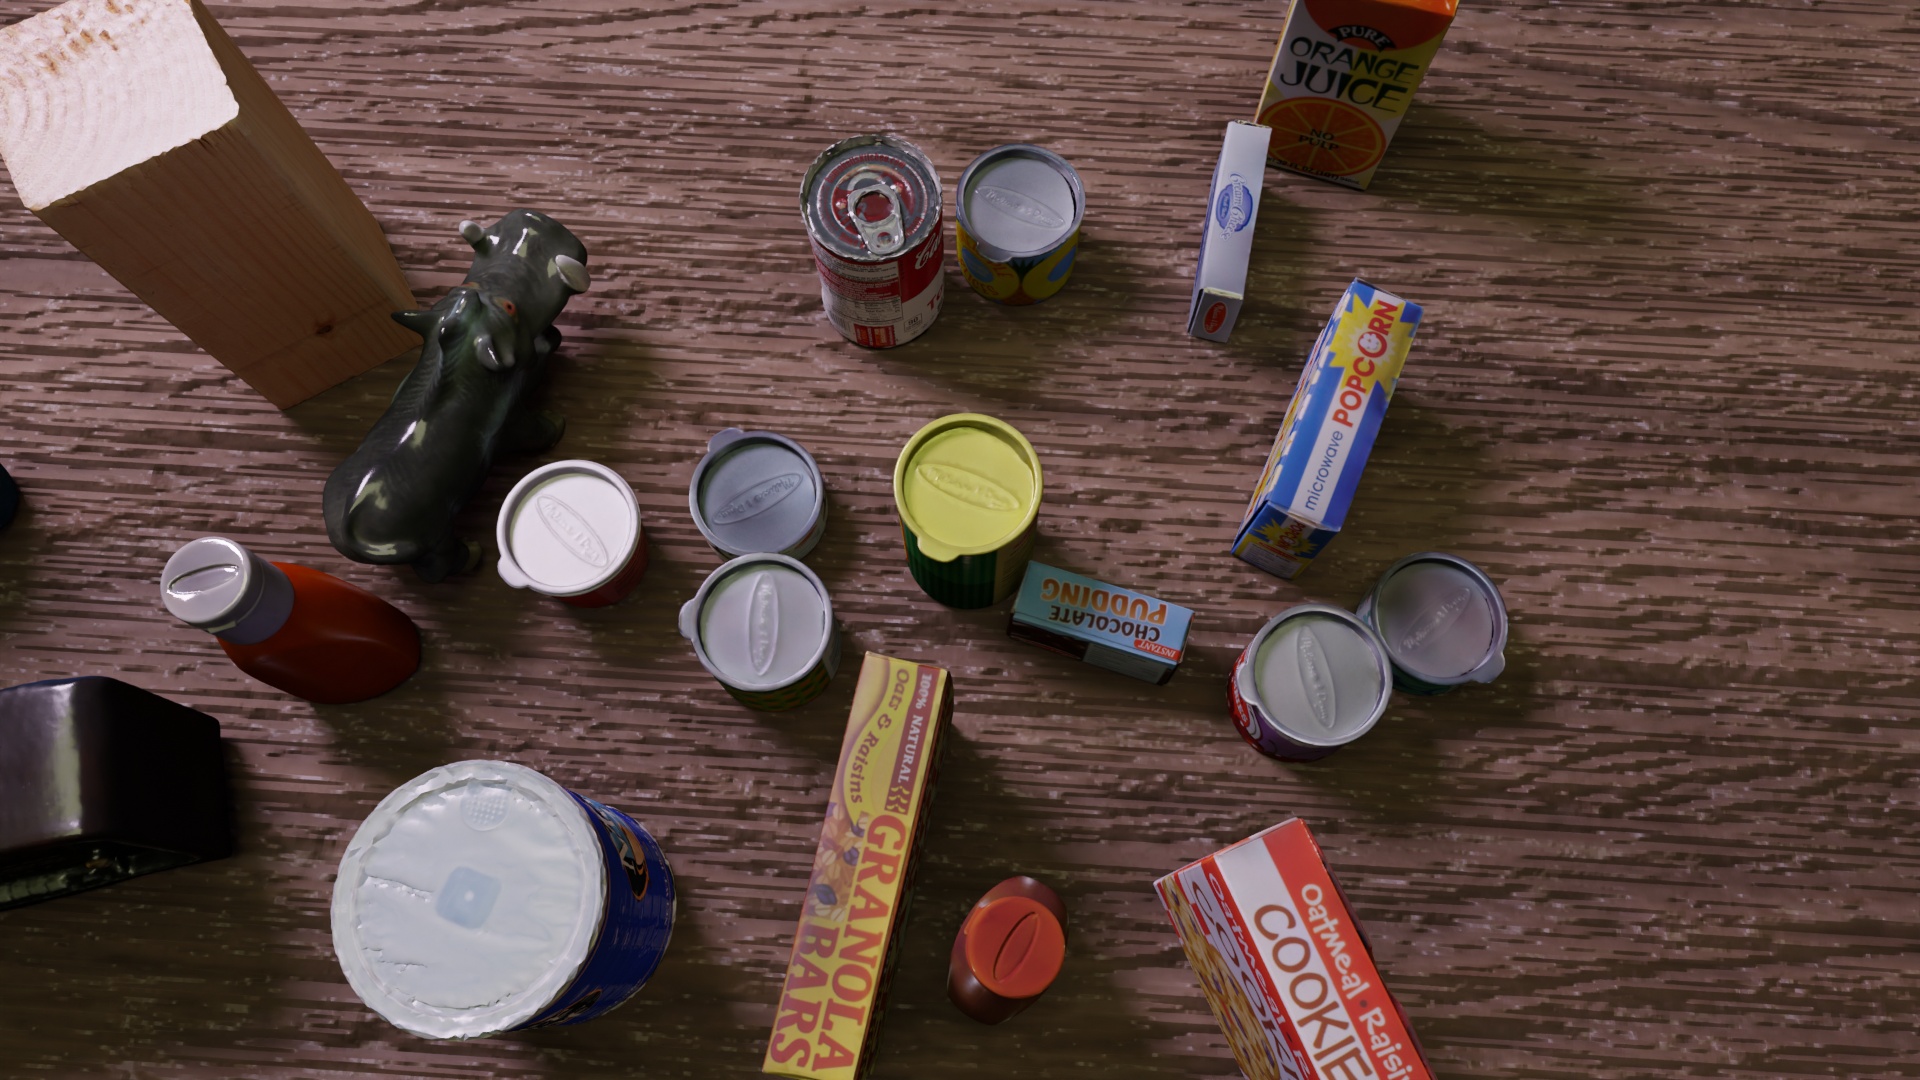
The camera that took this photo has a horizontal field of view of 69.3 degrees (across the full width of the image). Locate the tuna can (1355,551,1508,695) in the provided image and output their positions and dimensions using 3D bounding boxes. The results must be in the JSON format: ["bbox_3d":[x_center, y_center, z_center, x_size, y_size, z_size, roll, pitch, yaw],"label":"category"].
[{"bbox_3d":[0.231,0.043,0.678,0.071,0.032,0.071,0,72,0],"label":"tuna can"}]

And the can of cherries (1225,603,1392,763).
[{"bbox_3d":[0.160,0.069,0.656,0.071,0.058,0.071,0,72,0],"label":"can of cherries"}]

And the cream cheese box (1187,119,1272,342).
[{"bbox_3d":[0.141,-0.162,0.733,0.024,0.053,0.104,11,73,4],"label":"cream cheese box"}]

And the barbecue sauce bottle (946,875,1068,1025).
[{"bbox_3d":[0.020,0.170,0.577,0.044,0.148,0.065,31,75,9],"label":"barbecue sauce bottle"}]

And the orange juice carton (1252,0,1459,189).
[{"bbox_3d":[0.201,-0.263,0.692,0.072,0.192,0.073,17,74,5],"label":"orange juice carton"}]

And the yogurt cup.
[{"bbox_3d":[-0.185,0.001,0.680,0.072,0.053,0.072,0,72,0],"label":"yogurt cup"}]

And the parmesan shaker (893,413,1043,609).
[{"bbox_3d":[0.002,-0.008,0.658,0.071,0.102,0.071,0,73,0],"label":"parmesan shaker"}]

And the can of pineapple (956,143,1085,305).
[{"bbox_3d":[0.029,-0.164,0.731,0.071,0.057,0.071,0,72,0],"label":"can of pineapple"}]

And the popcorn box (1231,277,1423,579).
[{"bbox_3d":[0.178,-0.052,0.681,0.038,0.085,0.127,23,74,7],"label":"popcorn box"}]

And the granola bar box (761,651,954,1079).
[{"bbox_3d":[-0.038,0.143,0.598,0.039,0.124,0.166,12,73,4],"label":"granola bar box"}]

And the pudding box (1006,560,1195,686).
[{"bbox_3d":[0.066,0.041,0.670,0.084,0.049,0.030,17,73,5],"label":"pudding box"}]

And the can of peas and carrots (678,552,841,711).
[{"bbox_3d":[-0.094,0.045,0.664,0.071,0.058,0.071,0,72,0],"label":"can of peas and carrots"}]

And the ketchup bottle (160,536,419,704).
[{"bbox_3d":[-0.298,0.038,0.619,0.065,0.148,0.043,-16,73,-5],"label":"ketchup bottle"}]

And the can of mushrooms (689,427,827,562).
[{"bbox_3d":[-0.101,-0.021,0.698,0.071,0.033,0.071,0,72,0],"label":"can of mushrooms"}]

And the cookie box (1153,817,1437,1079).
[{"bbox_3d":[0.133,0.183,0.563,0.040,0.167,0.123,-23,74,-7],"label":"cookie box"}]
